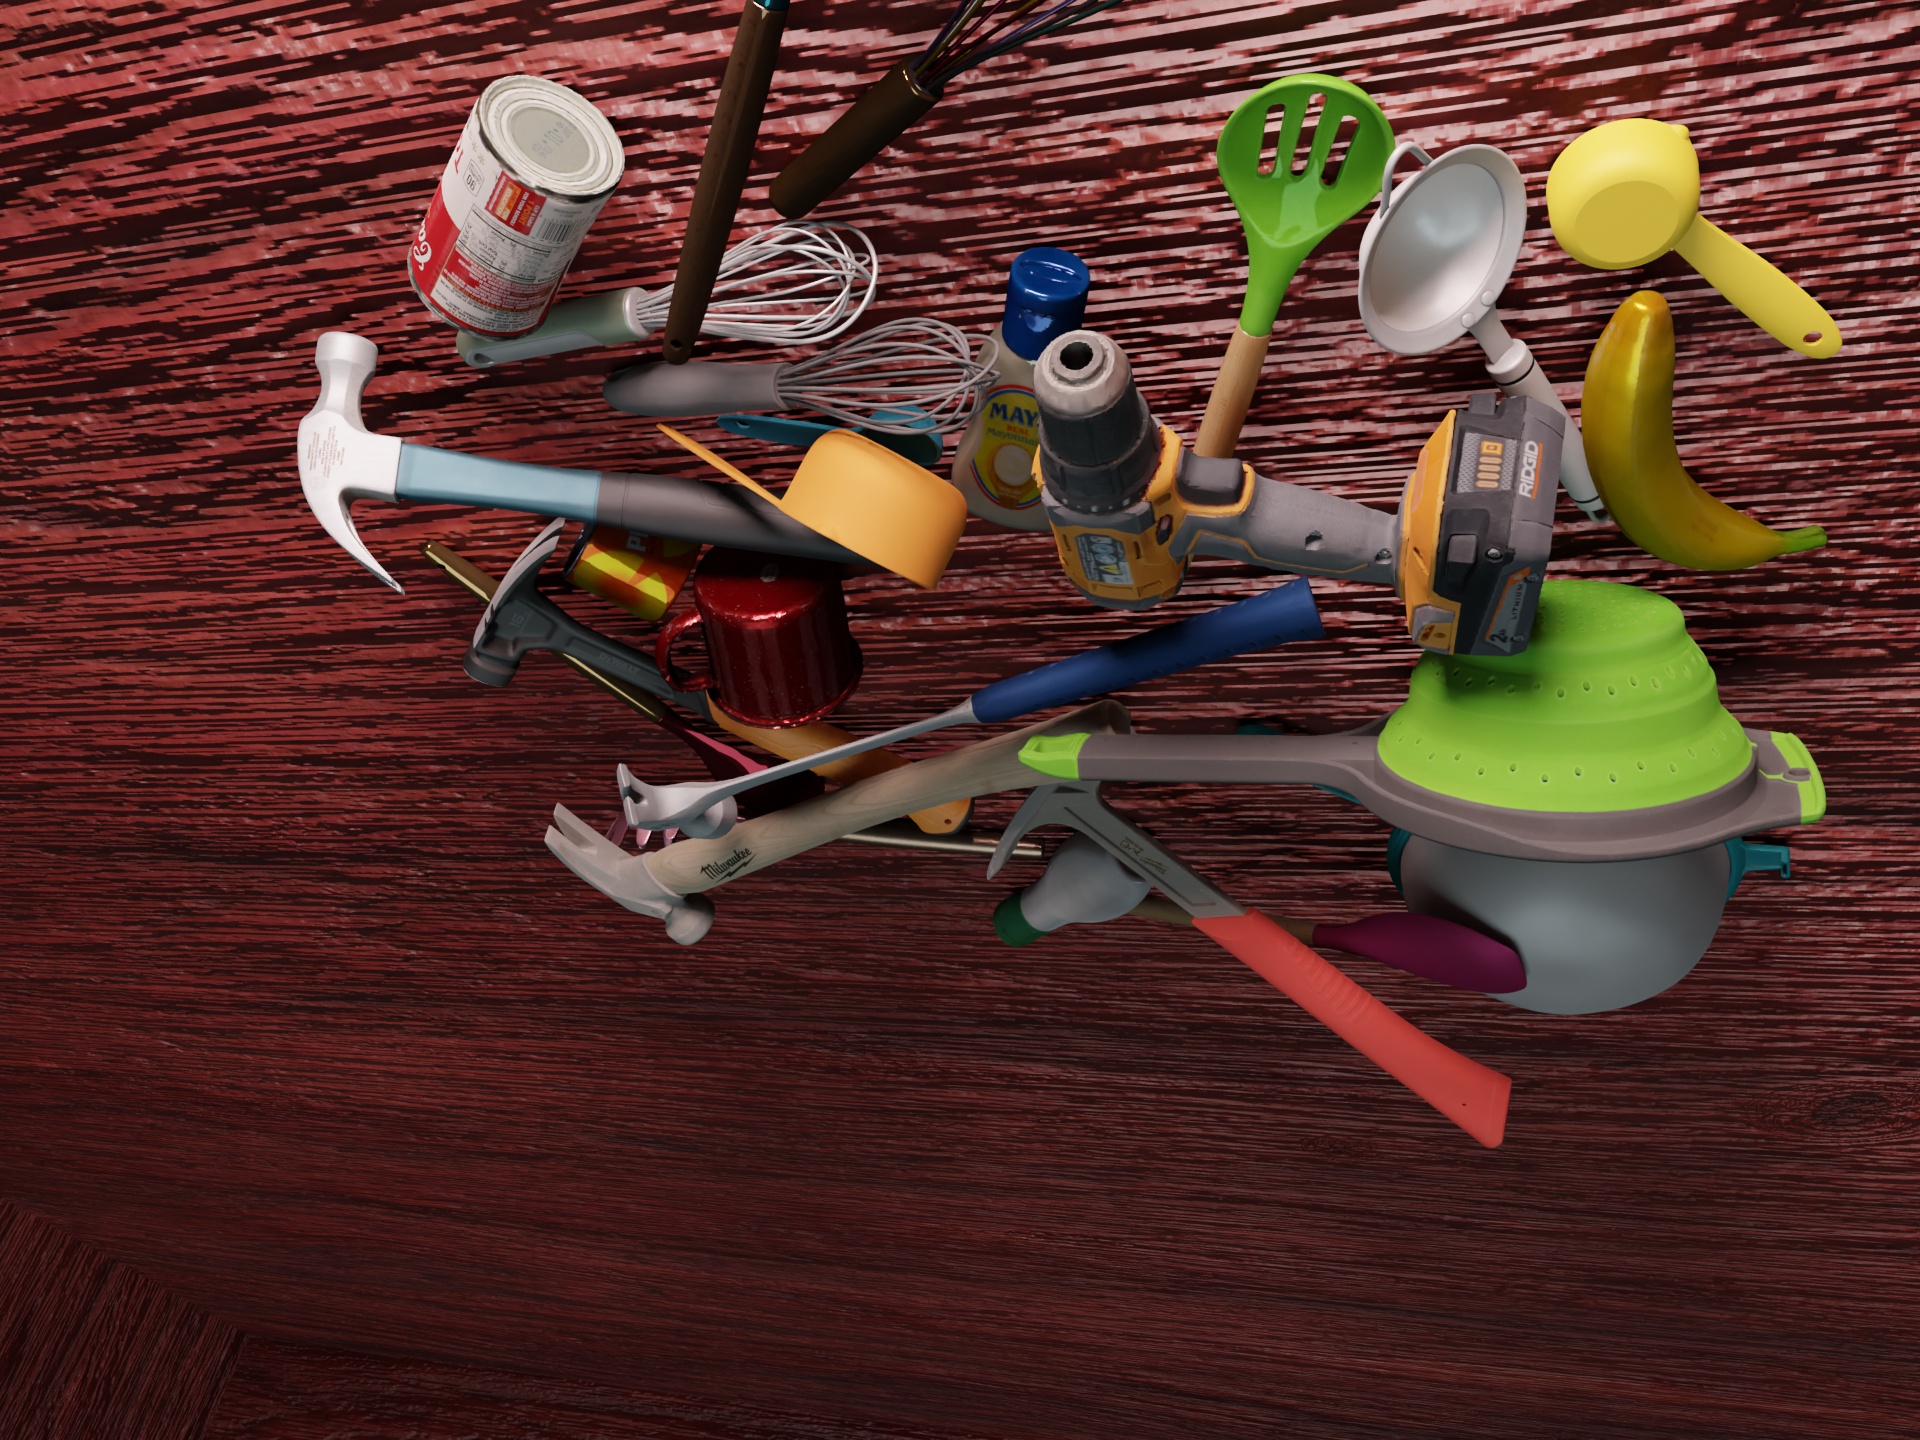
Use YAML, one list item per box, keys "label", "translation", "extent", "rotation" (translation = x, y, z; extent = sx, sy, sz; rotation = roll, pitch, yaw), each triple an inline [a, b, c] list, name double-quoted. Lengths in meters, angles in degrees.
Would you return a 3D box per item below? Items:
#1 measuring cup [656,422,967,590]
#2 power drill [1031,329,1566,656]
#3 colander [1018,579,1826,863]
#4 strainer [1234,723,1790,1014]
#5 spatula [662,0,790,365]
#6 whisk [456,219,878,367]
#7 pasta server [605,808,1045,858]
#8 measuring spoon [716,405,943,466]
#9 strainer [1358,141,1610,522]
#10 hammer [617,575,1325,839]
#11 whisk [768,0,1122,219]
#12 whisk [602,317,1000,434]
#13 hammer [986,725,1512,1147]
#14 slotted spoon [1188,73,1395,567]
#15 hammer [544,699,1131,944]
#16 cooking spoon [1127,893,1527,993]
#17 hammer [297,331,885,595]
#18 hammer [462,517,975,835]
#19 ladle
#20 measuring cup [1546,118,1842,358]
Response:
- label: "measuring cup"
  translation: [-0.074, -0.128, 0.795]
  extent: [0.174, 0.052, 0.095]
  rotation: [32, -174, 16]
- label: "power drill"
  translation: [0.142, -0.102, 0.701]
  extent: [0.226, 0.084, 0.185]
  rotation: [8, 160, 17]
- label: "colander"
  translation: [0.219, -0.013, 0.813]
  extent: [0.397, 0.204, 0.094]
  rotation: [0, 110, 19]
- label: "strainer"
  translation: [0.313, 0.099, 0.964]
  extent: [0.340, 0.095, 0.211]
  rotation: [22, 143, -13]
- label: "spatula"
  translation: [-0.077, -0.266, 0.628]
  extent: [0.082, 0.044, 0.317]
  rotation: [21, 139, -9]
- label: "whisk"
  translation: [-0.147, -0.196, 0.764]
  extent: [0.246, 0.059, 0.057]
  rotation: [-2, 169, 27]
- label: "pasta server"
  translation: [-0.098, 0.084, 1.126]
  extent: [0.316, 0.040, 0.060]
  rotation: [5, 174, 9]
- label: "measuring spoon"
  translation: [-0.067, -0.155, 0.821]
  extent: [0.129, 0.021, 0.042]
  rotation: [10, 159, 20]
- label: "strainer"
  translation: [0.233, -0.161, 0.692]
  extent: [0.087, 0.050, 0.258]
  rotation: [-47, 128, 6]
- label: "hammer"
  translation: [-0.001, -0.003, 0.883]
  extent: [0.405, 0.035, 0.144]
  rotation: [-17, 170, 14]
- label: "whisk"
  translation: [0.003, -0.266, 0.629]
  extent: [0.051, 0.047, 0.245]
  rotation: [46, 139, -20]
- label: "whisk"
  translation: [-0.084, -0.164, 0.766]
  extent: [0.239, 0.055, 0.055]
  rotation: [6, 145, 33]
- label: "hammer"
  translation: [0.190, 0.151, 1.002]
  extent: [0.359, 0.037, 0.149]
  rotation: [37, 127, 2]
- label: "slotted spoon"
  translation: [0.128, -0.164, 0.734]
  extent: [0.070, 0.031, 0.313]
  rotation: [12, 146, 2]
- label: "hammer"
  translation: [-0.080, 0.054, 1.013]
  extent: [0.410, 0.038, 0.146]
  rotation: [-19, 135, 31]
- label: "cooking spoon"
  translation: [0.210, 0.137, 1.038]
  extent: [0.319, 0.017, 0.068]
  rotation: [6, 138, 41]
- label: "hammer"
  translation: [-0.175, -0.117, 0.835]
  extent: [0.331, 0.128, 0.033]
  rotation: [7, 172, -7]
- label: "hammer"
  translation: [-0.133, -0.010, 1.005]
  extent: [0.336, 0.034, 0.127]
  rotation: [25, 129, -21]
- label: "ladle"
  translation: [-0.215, -0.020, 1.037]
  extent: [0.315, 0.031, 0.069]
  rotation: [38, 136, -27]
- label: "measuring cup"
  translation: [0.304, -0.183, 0.646]
  extent: [0.156, 0.029, 0.062]
  rotation: [29, 141, -17]
